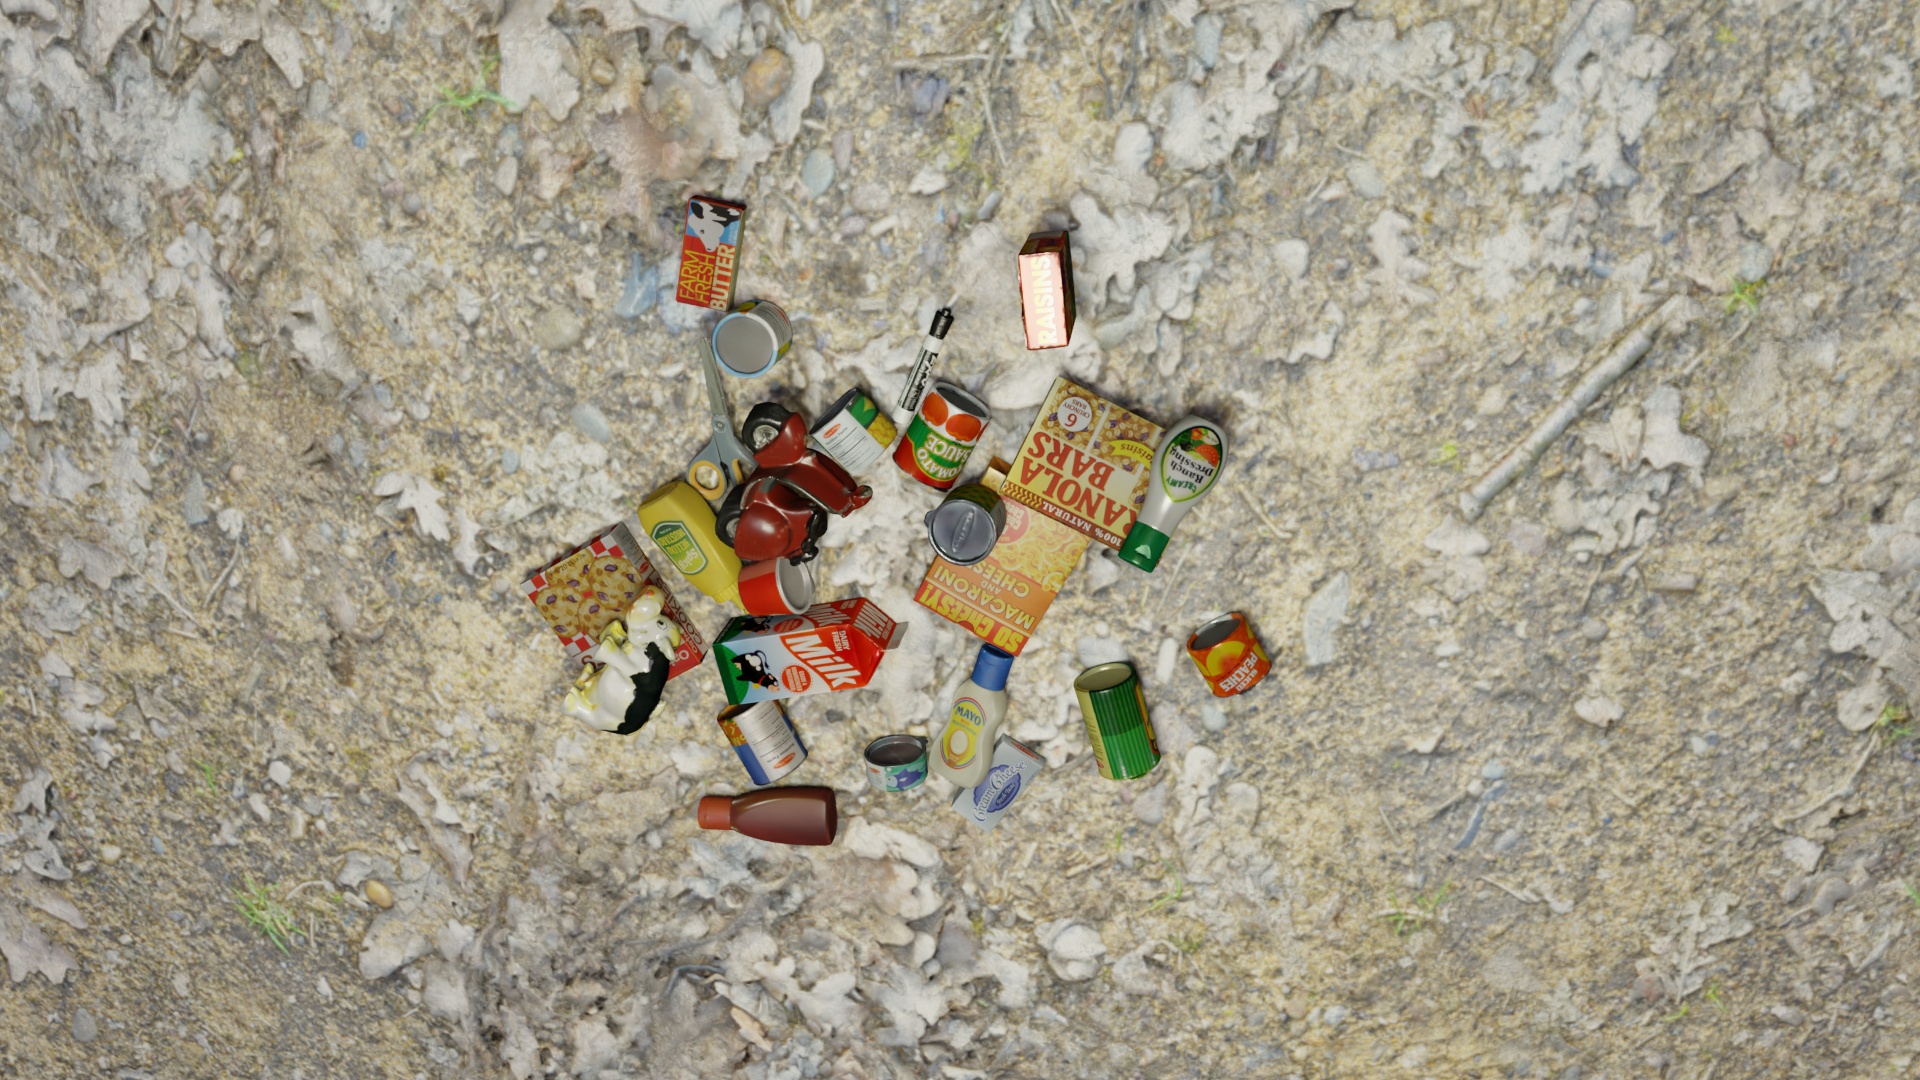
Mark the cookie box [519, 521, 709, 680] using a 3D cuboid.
[{"bbox_3d":[-0.364,0.082,1.467,0.123,0.040,0.167,-28,104,17],"label":"cookie box"}]

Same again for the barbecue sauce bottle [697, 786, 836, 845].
[{"bbox_3d":[-0.213,0.302,1.527,0.148,0.044,0.064,0,110,9],"label":"barbecue sauce bottle"}]

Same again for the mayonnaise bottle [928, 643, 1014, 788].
[{"bbox_3d":[0.016,0.180,1.444,0.065,0.041,0.147,26,107,26],"label":"mayonnaise bottle"}]

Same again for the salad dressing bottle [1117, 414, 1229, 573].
[{"bbox_3d":[0.195,-0.042,1.282,0.064,0.044,0.147,28,90,-2],"label":"salad dressing bottle"}]

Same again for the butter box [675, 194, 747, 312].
[{"bbox_3d":[-0.238,-0.273,1.326,0.053,0.024,0.103,14,112,2],"label":"butter box"}]

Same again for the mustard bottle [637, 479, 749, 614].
[{"bbox_3d":[-0.262,0.015,1.421,0.065,0.049,0.160,-24,110,33],"label":"mustard bottle"}]

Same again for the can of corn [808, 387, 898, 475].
[{"bbox_3d":[-0.103,-0.106,1.347,0.071,0.071,0.058,-39,107,19],"label":"can of corn"}]

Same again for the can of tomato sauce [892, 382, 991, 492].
[{"bbox_3d":[-0.017,-0.100,1.335,0.071,0.071,0.082,29,111,-3],"label":"can of tomato sauce"}]

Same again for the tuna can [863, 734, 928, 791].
[{"bbox_3d":[-0.066,0.235,1.470,0.071,0.071,0.032,-2,111,9],"label":"tuna can"}]

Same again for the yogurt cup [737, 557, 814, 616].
[{"bbox_3d":[-0.191,0.046,1.419,0.054,0.073,0.072,-13,108,21],"label":"yogurt cup"}]

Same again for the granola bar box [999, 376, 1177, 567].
[{"bbox_3d":[0.137,-0.064,1.322,0.165,0.039,0.124,26,89,-3],"label":"granola bar box"}]

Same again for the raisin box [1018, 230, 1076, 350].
[{"bbox_3d":[0.078,-0.226,1.246,0.040,0.124,0.085,-3,110,9],"label":"raisin box"}]

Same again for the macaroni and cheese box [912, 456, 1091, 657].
[{"bbox_3d":[0.045,0.018,1.386,0.124,0.040,0.165,29,111,-2],"label":"macaroni and cheese box"}]

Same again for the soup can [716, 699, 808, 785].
[{"bbox_3d":[-0.213,0.208,1.481,0.071,0.071,0.083,-24,105,16],"label":"soup can"}]

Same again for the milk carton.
[{"bbox_3d":[-0.150,0.111,1.431,0.190,0.072,0.073,-9,109,11],"label":"milk carton"}]

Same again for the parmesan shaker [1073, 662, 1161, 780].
[{"bbox_3d":[0.161,0.184,1.415,0.071,0.071,0.102,-13,108,13],"label":"parmesan shaker"}]

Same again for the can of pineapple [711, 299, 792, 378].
[{"bbox_3d":[-0.201,-0.192,1.333,0.071,0.058,0.070,3,111,7],"label":"can of pineapple"}]

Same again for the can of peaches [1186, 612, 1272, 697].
[{"bbox_3d":[0.266,0.114,1.375,0.071,0.071,0.058,-28,103,17],"label":"can of peaches"}]

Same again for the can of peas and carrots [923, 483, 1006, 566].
[{"bbox_3d":[0.005,-0.017,1.327,0.071,0.059,0.070,4,108,12],"label":"can of peas and carrots"}]

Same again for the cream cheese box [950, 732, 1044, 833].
[{"bbox_3d":[0.039,0.260,1.486,0.053,0.024,0.103,34,111,-4],"label":"cream cheese box"}]
